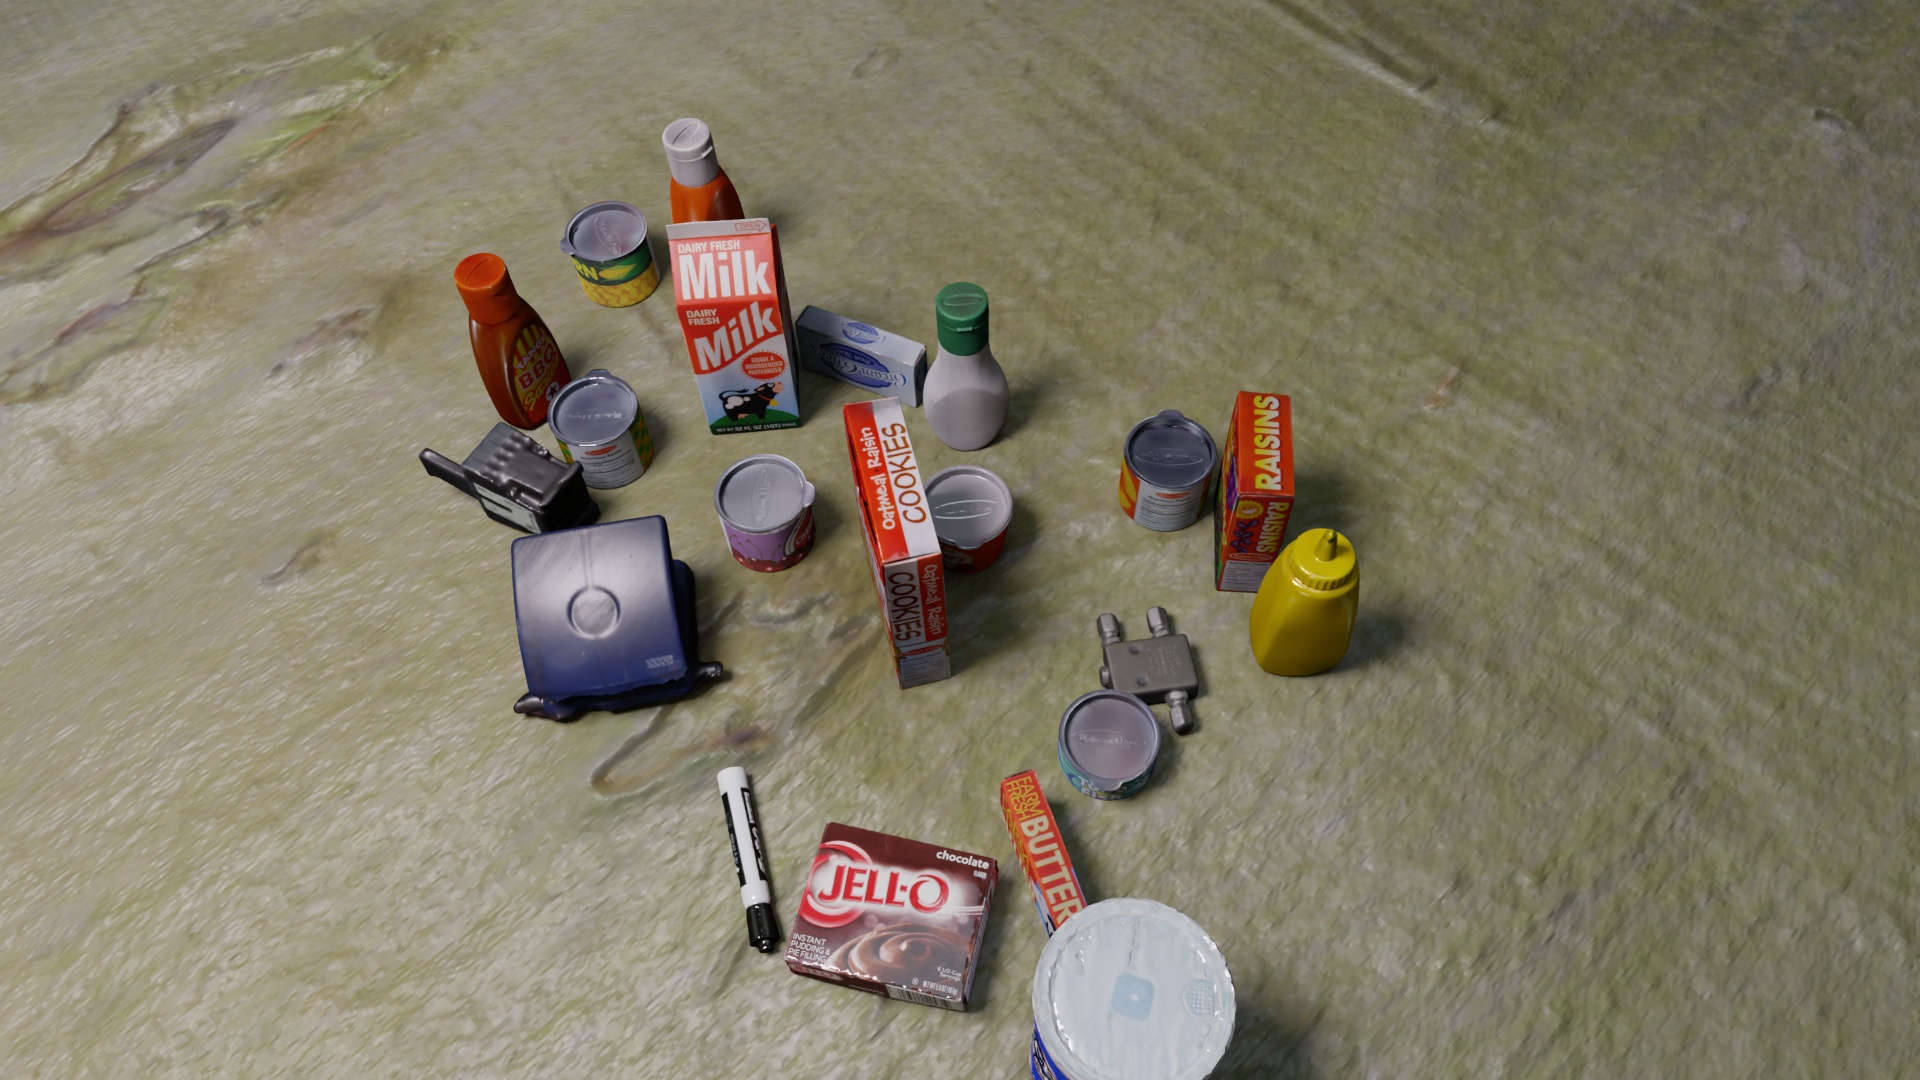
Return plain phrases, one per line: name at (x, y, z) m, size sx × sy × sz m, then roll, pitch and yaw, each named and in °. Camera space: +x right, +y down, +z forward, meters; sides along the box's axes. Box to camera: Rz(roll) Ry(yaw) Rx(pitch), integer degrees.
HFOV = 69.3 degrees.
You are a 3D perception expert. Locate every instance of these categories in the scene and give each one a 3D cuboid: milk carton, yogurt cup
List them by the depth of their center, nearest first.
yogurt cup at (0.004, -0.012, 0.990) m, size 0.072 × 0.053 × 0.073 m, roll -1°, pitch 58°, yaw 1°
milk carton at (-0.162, -0.164, 1.010) m, size 0.072 × 0.189 × 0.074 m, roll -5°, pitch 58°, yaw -2°

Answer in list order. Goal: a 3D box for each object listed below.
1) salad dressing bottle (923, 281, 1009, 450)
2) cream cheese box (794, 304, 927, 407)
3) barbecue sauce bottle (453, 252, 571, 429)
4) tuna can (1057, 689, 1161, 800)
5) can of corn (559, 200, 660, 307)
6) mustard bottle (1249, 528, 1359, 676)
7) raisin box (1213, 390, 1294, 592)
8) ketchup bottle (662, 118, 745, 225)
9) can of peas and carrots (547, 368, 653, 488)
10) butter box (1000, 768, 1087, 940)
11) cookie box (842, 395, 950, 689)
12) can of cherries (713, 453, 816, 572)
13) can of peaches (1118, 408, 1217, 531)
salad dressing bottle at (0.003, -0.124, 1.006) m, size 0.064 × 0.147 × 0.044 m, roll -5°, pitch 58°, yaw -2°
cream cheese box at (-0.075, -0.143, 1.075) m, size 0.104 × 0.053 × 0.024 m, roll 21°, pitch 61°, yaw 14°
barbecue sauce bottle at (-0.334, -0.149, 1.030) m, size 0.044 × 0.147 × 0.065 m, roll 22°, pitch 61°, yaw 15°
tuna can at (0.096, 0.136, 0.905) m, size 0.071 × 0.032 × 0.071 m, roll -1°, pitch 57°, yaw 1°
can of corn at (-0.286, -0.232, 1.135) m, size 0.071 × 0.058 × 0.071 m, roll -1°, pitch 58°, yaw 1°
mustard bottle at (0.226, 0.034, 0.892) m, size 0.065 × 0.159 × 0.049 m, roll -2°, pitch 58°, yaw 1°
raisin box at (0.200, -0.031, 0.956) m, size 0.040 × 0.122 × 0.086 m, roll 4°, pitch 58°, yaw 4°
ketchup bottle at (-0.202, -0.265, 1.100) m, size 0.043 × 0.148 × 0.065 m, roll 27°, pitch 62°, yaw 17°
can of peas and carrots at (-0.268, -0.083, 1.038) m, size 0.071 × 0.058 × 0.071 m, roll -1°, pitch 58°, yaw 1°
butter box at (0.052, 0.198, 0.854) m, size 0.024 × 0.053 × 0.104 m, roll -17°, pitch 59°, yaw -9°
cookie box at (-0.042, 0.005, 0.913) m, size 0.040 × 0.166 × 0.123 m, roll -13°, pitch 58°, yaw -6°
can of cherries at (-0.136, -0.018, 0.994) m, size 0.071 × 0.058 × 0.072 m, roll -1°, pitch 58°, yaw 1°
can of peaches at (0.149, -0.050, 1.008) m, size 0.071 × 0.057 × 0.071 m, roll -1°, pitch 58°, yaw 1°
